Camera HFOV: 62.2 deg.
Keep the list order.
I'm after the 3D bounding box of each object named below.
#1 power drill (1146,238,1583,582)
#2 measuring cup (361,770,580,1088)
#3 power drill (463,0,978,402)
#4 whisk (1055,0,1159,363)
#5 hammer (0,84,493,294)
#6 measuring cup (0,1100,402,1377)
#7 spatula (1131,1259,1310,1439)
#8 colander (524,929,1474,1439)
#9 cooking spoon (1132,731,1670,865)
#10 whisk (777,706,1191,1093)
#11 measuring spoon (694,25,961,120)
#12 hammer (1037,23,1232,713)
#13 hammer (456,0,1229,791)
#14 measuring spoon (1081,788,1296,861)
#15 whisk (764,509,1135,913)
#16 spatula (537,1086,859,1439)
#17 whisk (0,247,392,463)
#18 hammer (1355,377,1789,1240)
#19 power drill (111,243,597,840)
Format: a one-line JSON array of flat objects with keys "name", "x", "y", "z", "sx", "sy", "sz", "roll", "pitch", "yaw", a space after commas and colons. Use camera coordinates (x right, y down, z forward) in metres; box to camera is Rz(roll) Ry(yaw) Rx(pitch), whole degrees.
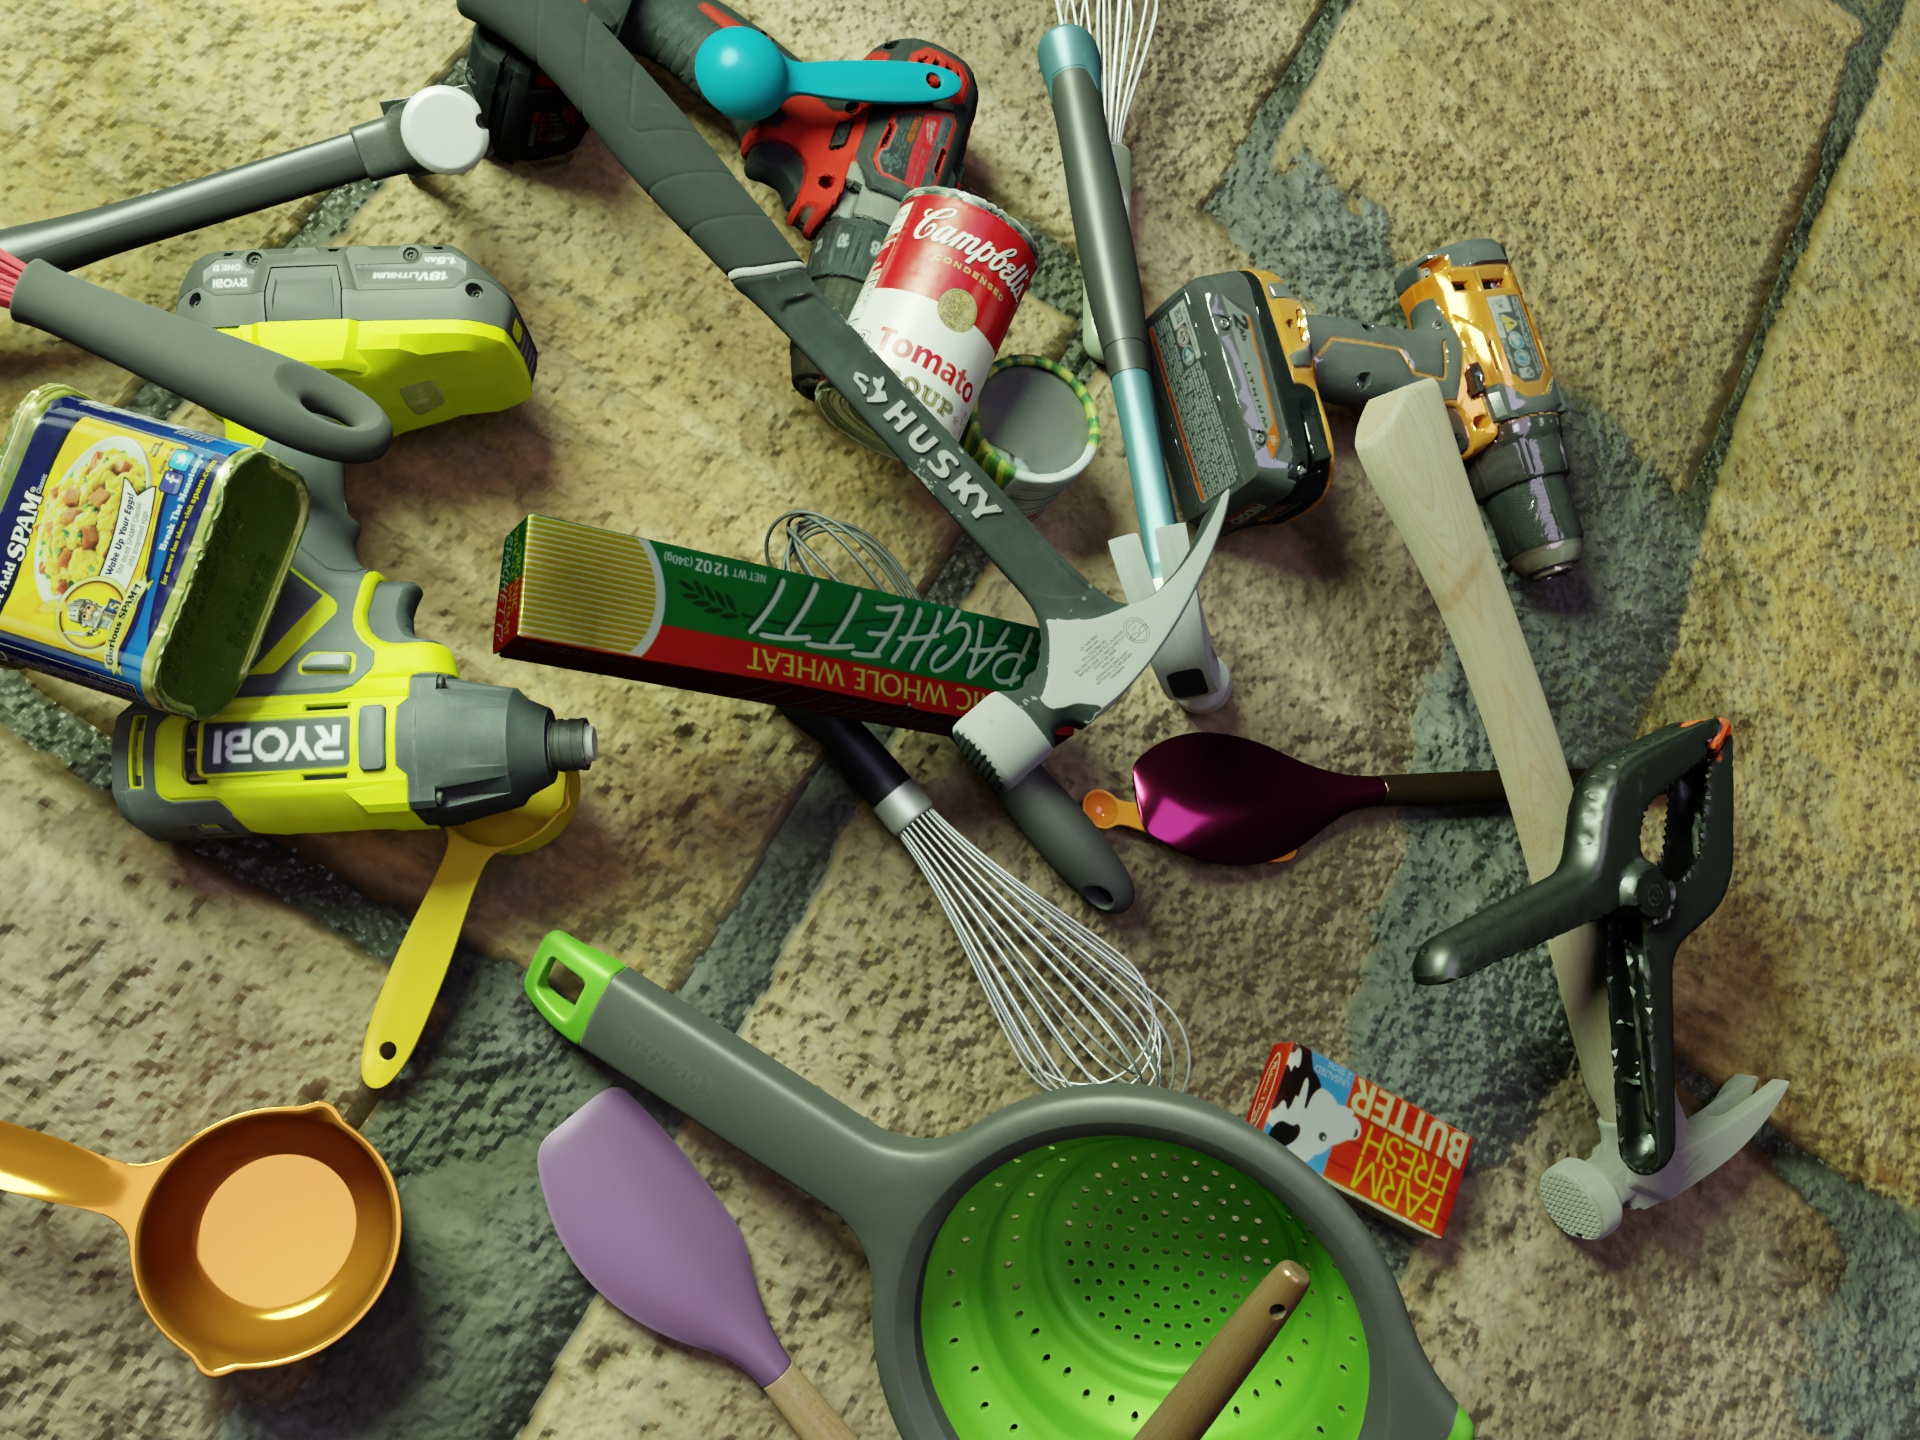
[{"name": "power drill", "x": 0.219, "y": -0.150, "z": 0.820, "sx": 0.226, "sy": 0.084, "sz": 0.185, "roll": -12, "pitch": 81, "yaw": -26}, {"name": "measuring cup", "x": -0.201, "y": 0.073, "z": 0.641, "sx": 0.062, "sy": 0.029, "sz": 0.156, "roll": 19, "pitch": 80, "yaw": 9}, {"name": "power drill", "x": -0.111, "y": -0.264, "z": 0.740, "sx": 0.226, "sy": 0.080, "sz": 0.188, "roll": 21, "pitch": 73, "yaw": -16}, {"name": "whisk", "x": 0.077, "y": -0.303, "z": 0.830, "sx": 0.058, "sy": 0.059, "sz": 0.246, "roll": 2, "pitch": 79, "yaw": -8}, {"name": "hammer", "x": -0.352, "y": -0.188, "z": 0.626, "sx": 0.335, "sy": 0.146, "sz": 0.035, "roll": -22, "pitch": 115, "yaw": -12}, {"name": "measuring cup", "x": -0.287, "y": 0.171, "z": 0.570, "sx": 0.173, "sy": 0.052, "sz": 0.095, "roll": 21, "pitch": 69, "yaw": -10}, {"name": "spatula", "x": 0.037, "y": 0.325, "z": 0.582, "sx": 0.082, "sy": 0.044, "sz": 0.317, "roll": 30, "pitch": 104, "yaw": -8}, {"name": "colander", "x": 0.006, "y": 0.190, "z": 0.644, "sx": 0.397, "sy": 0.094, "sz": 0.204, "roll": 30, "pitch": 105, "yaw": 9}, {"name": "cooking spoon", "x": 0.233, "y": 0.034, "z": 0.801, "sx": 0.318, "sy": 0.017, "sz": 0.069, "roll": -1, "pitch": 67, "yaw": -20}, {"name": "whisk", "x": -0.005, "y": 0.064, "z": 0.697, "sx": 0.070, "sy": 0.070, "sz": 0.284, "roll": -38, "pitch": 84, "yaw": -24}, {"name": "measuring spoon", "x": -0.055, "y": -0.294, "z": 0.717, "sx": 0.128, "sy": 0.021, "sz": 0.042, "roll": -8, "pitch": 84, "yaw": -24}, {"name": "hammer", "x": 0.078, "y": -0.172, "z": 0.751, "sx": 0.033, "sy": 0.128, "sz": 0.331, "roll": -12, "pitch": 78, "yaw": 13}, {"name": "hammer", "x": -0.061, "y": -0.170, "z": 0.646, "sx": 0.149, "sy": 0.036, "sz": 0.409, "roll": -40, "pitch": 86, "yaw": -11}, {"name": "measuring spoon", "x": 0.109, "y": 0.053, "z": 0.762, "sx": 0.116, "sy": 0.011, "sz": 0.021, "roll": 12, "pitch": 62, "yaw": -19}, {"name": "whisk", "x": -0.002, "y": -0.001, "z": 0.720, "sx": 0.055, "sy": 0.055, "sz": 0.239, "roll": -44, "pitch": 97, "yaw": -24}, {"name": "spatula", "x": -0.058, "y": 0.282, "z": 0.634, "sx": 0.060, "sy": 0.018, "sz": 0.316, "roll": -39, "pitch": 89, "yaw": -30}, {"name": "whisk", "x": -0.342, "y": -0.158, "z": 0.549, "sx": 0.295, "sy": 0.073, "sz": 0.073, "roll": 23, "pitch": 69, "yaw": -15}, {"name": "hammer", "x": 0.286, "y": 0.032, "z": 0.770, "sx": 0.146, "sy": 0.038, "sz": 0.410, "roll": -22, "pitch": 95, "yaw": -24}, {"name": "power drill", "x": -0.232, "y": -0.067, "z": 0.628, "sx": 0.171, "sy": 0.080, "sz": 0.223, "roll": -3, "pitch": 77, "yaw": -3}]
